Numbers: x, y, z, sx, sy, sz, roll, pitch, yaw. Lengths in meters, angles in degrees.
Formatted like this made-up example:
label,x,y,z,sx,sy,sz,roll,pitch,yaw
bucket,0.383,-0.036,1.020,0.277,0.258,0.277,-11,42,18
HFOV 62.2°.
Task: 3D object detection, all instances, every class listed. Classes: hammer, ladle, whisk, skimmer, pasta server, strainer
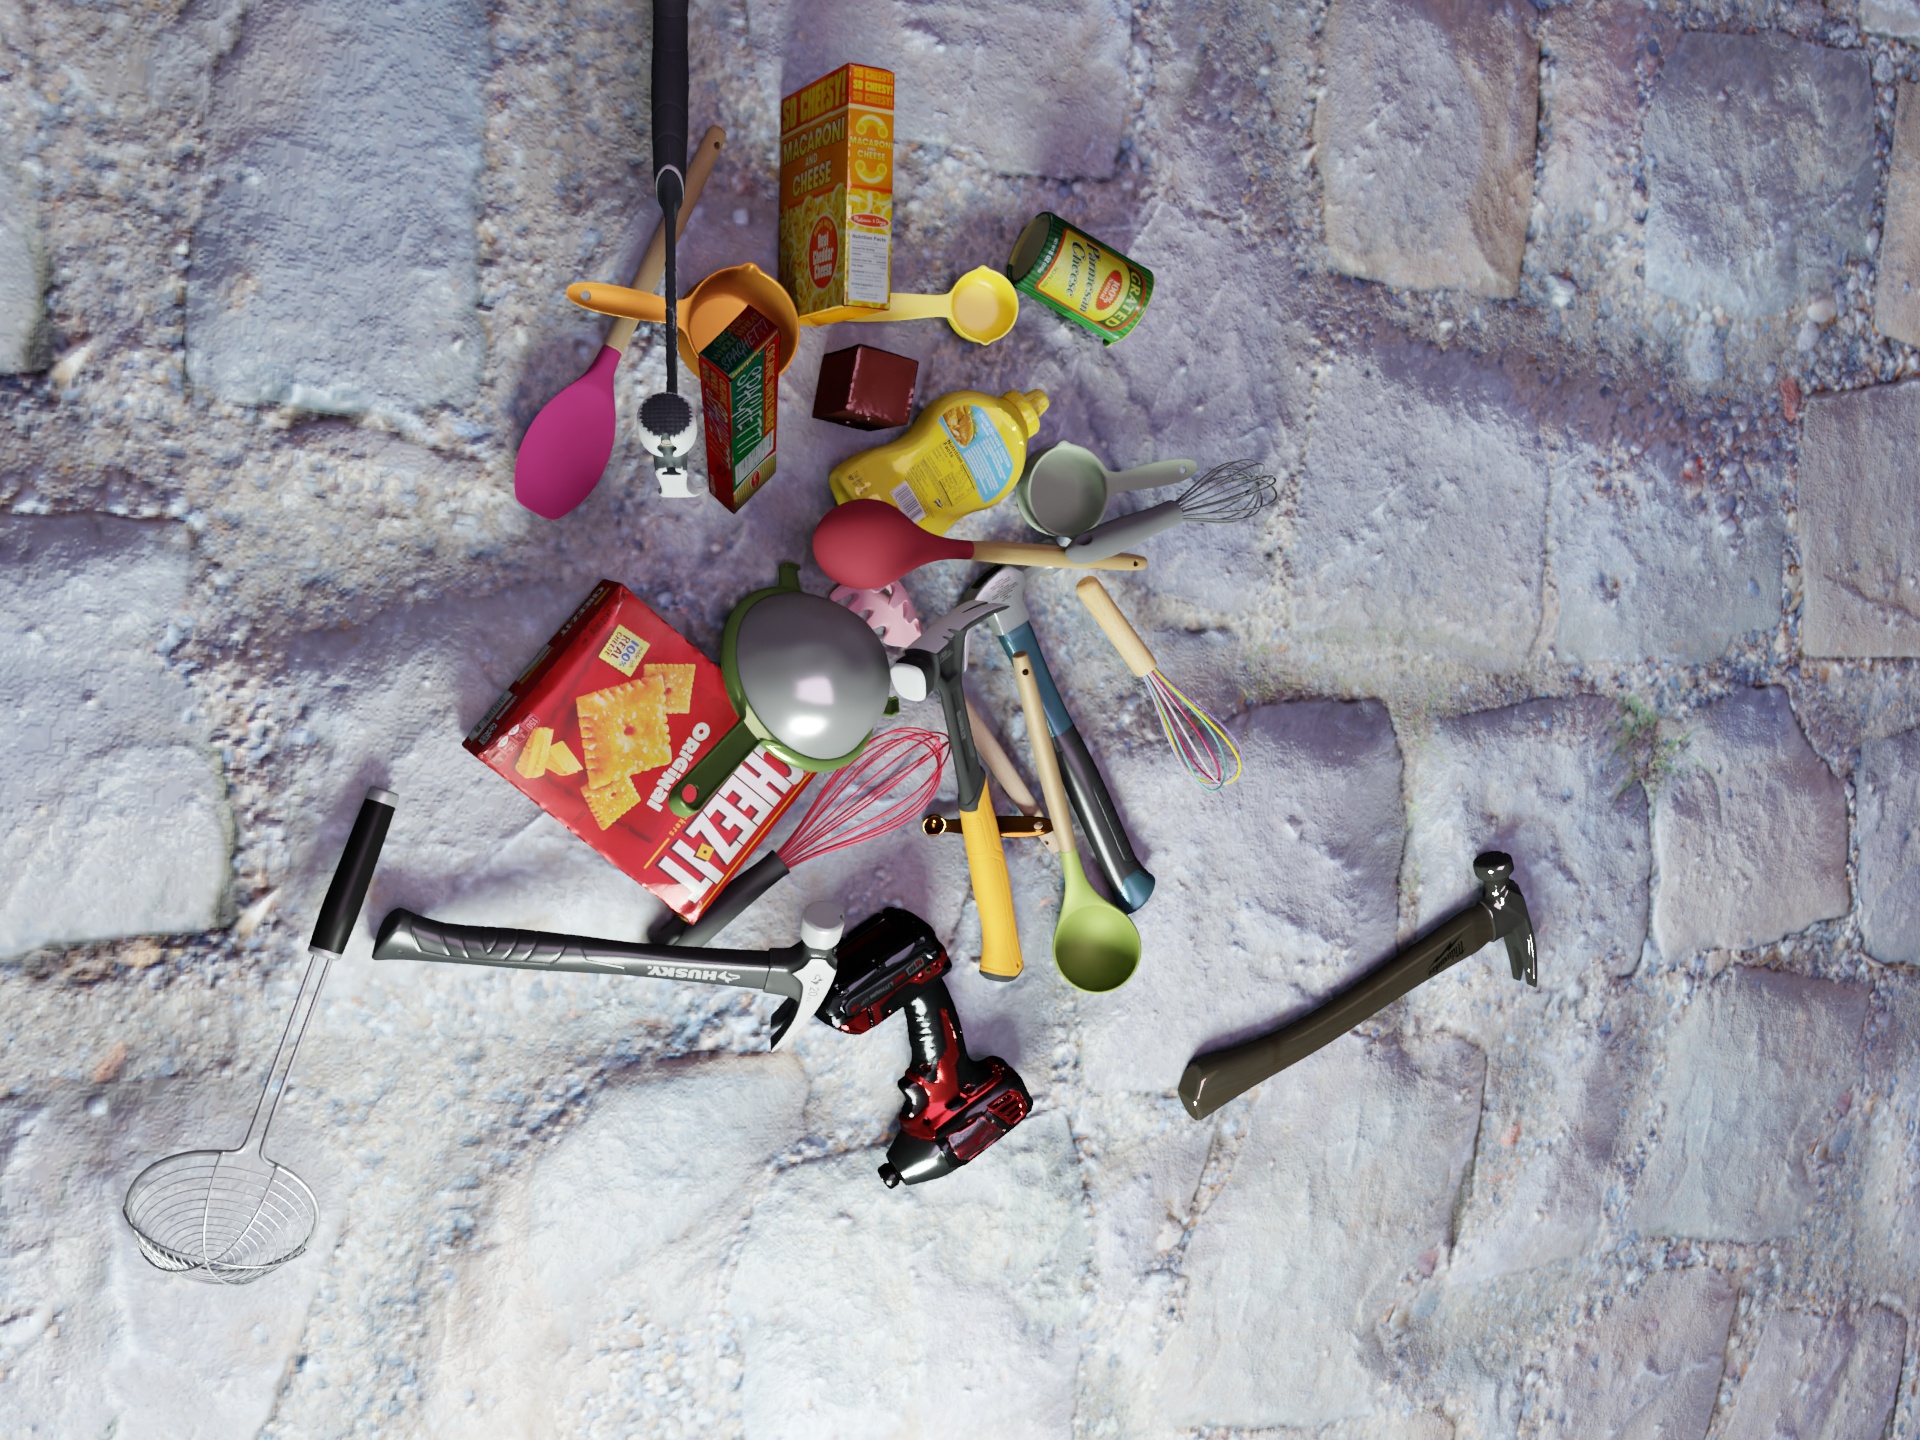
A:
label,x,y,z,sx,sy,sz,roll,pitch,yaw
hammer,0.091,0.019,1.359,0.128,0.033,0.330,-31,108,-18
hammer,-0.198,-0.346,1.095,0.036,0.149,0.409,-1,74,-7
hammer,-0.262,0.180,1.186,0.334,0.035,0.146,7,130,-13
hammer,0.016,0.070,1.284,0.127,0.034,0.336,-44,134,-44
ladle,0.088,0.089,1.322,0.078,0.062,0.320,-19,117,-8
hammer,0.387,0.277,1.525,0.410,0.038,0.146,-26,108,-19
whisk,0.180,-0.172,1.342,0.239,0.055,0.055,-24,106,-32
skimmer,-0.477,0.222,1.132,0.127,0.090,0.363,21,78,-21
pasta server,-0.002,-0.004,1.311,0.040,0.060,0.316,-51,119,-34
whisk,0.168,-0.027,1.374,0.051,0.047,0.244,-49,117,-22
whisk,-0.126,0.099,1.259,0.296,0.073,0.073,-38,110,-10
strainer,-0.125,-0.014,1.165,0.151,0.069,0.256,54,39,-13
ladle,0.027,-0.133,1.267,0.315,0.031,0.069,0,105,-35

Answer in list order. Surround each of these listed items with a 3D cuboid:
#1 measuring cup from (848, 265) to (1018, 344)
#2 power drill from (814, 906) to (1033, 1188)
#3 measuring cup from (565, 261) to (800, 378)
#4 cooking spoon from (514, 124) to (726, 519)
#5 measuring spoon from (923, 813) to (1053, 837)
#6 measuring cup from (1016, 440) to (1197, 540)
label,x,y,z,sx,sy,sz,roll,pitch,yaw
measuring cup,-0.032,-0.329,1.268,0.156,0.029,0.062,-4,99,-12
power drill,-0.041,0.278,1.313,0.143,0.079,0.219,-33,112,-17
measuring cup,-0.208,-0.295,1.171,0.173,0.052,0.095,6,92,-25
cooking spoon,-0.245,-0.296,1.173,0.068,0.017,0.319,29,84,-44
measuring spoon,0.024,0.087,1.341,0.117,0.011,0.021,2,116,-16
measuring cup,0.122,-0.201,1.343,0.167,0.038,0.083,-14,102,-24
